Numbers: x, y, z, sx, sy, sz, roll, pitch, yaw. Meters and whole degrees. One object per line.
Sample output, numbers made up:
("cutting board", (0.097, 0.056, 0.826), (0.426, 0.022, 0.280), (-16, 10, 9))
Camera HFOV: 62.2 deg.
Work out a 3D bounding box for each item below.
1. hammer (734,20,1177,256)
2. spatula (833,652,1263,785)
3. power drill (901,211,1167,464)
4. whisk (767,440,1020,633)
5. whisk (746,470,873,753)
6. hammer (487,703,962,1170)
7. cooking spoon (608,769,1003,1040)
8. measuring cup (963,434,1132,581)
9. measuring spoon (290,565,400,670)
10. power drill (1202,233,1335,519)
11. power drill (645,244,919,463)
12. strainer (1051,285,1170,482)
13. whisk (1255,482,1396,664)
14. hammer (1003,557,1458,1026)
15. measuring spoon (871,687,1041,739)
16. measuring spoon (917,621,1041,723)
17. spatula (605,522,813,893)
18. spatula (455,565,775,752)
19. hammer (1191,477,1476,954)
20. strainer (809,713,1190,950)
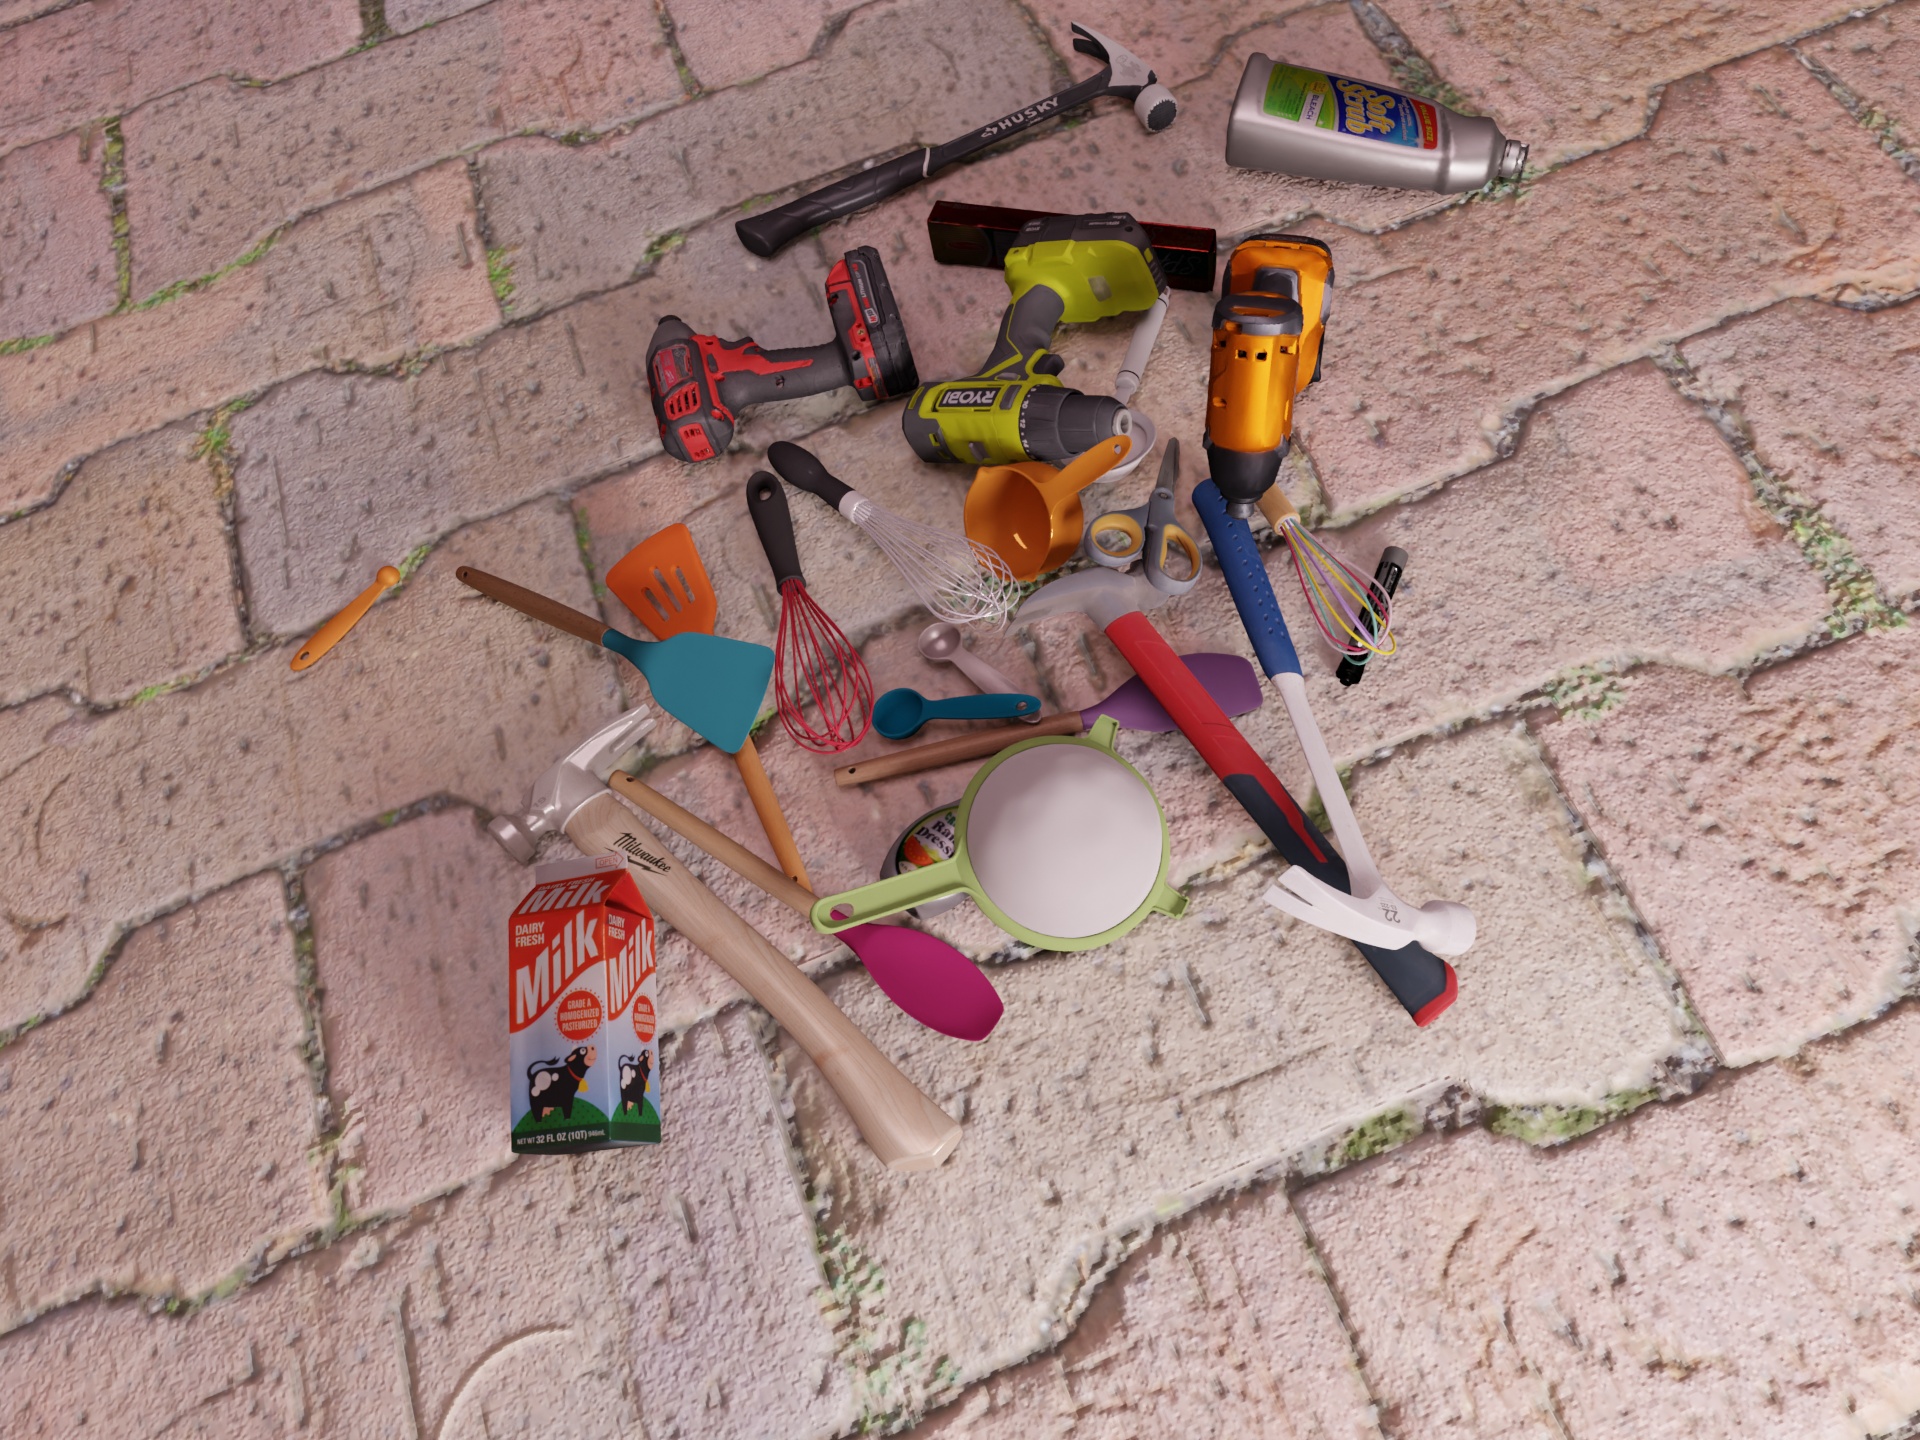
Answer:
("hammer", (-0.015, -0.522, 1.454), (0.409, 0.036, 0.149), (-25, 60, -6))
("spatula", (0.062, 0.004, 1.158), (0.316, 0.018, 0.060), (-14, 61, -1))
("power drill", (0.077, -0.296, 1.267), (0.191, 0.080, 0.229), (7, 60, 35))
("whisk", (-0.061, -0.150, 1.238), (0.070, 0.070, 0.285), (-42, 56, -15))
("whisk", (-0.124, -0.089, 1.217), (0.073, 0.073, 0.296), (-18, 53, -2))
("hammer", (-0.148, 0.150, 1.097), (0.411, 0.038, 0.146), (38, 71, 24))
("cooking spoon", (-0.110, 0.121, 1.083), (0.319, 0.017, 0.069), (32, 42, 11))
("measuring cup", (0.078, -0.168, 1.179), (0.052, 0.173, 0.095), (-20, 82, -46))
("measuring spoon", (-0.501, -0.084, 1.290), (0.021, 0.011, 0.117), (32, 70, 23))
("power drill", (0.226, -0.262, 1.195), (0.084, 0.164, 0.227), (8, 34, 13))
("power drill", (-0.157, -0.309, 1.334), (0.219, 0.078, 0.143), (-18, 60, 1))
("strainer", (0.134, -0.266, 1.287), (0.087, 0.050, 0.259), (6, 56, 24))
("whisk", (0.256, -0.131, 1.185), (0.047, 0.051, 0.245), (-13, 49, -13))
("hammer", (0.186, 0.046, 1.072), (0.143, 0.038, 0.387), (-19, 62, -36))
("measuring spoon", (-0.002, -0.004, 1.161), (0.128, 0.021, 0.042), (-3, 57, 16))
("measuring spoon", (0.016, -0.031, 1.180), (0.034, 0.018, 0.124), (-42, 60, -14))
("spatula", (-0.177, -0.005, 1.184), (0.081, 0.041, 0.323), (-33, 62, 12))
("spatula", (-0.280, -0.067, 1.221), (0.318, 0.044, 0.082), (23, 93, 32))
("hammer", (0.224, -0.021, 1.096), (0.144, 0.035, 0.406), (11, 46, -26))
("strainer", (0.025, 0.088, 1.048), (0.256, 0.069, 0.151), (-16, 75, -15))
